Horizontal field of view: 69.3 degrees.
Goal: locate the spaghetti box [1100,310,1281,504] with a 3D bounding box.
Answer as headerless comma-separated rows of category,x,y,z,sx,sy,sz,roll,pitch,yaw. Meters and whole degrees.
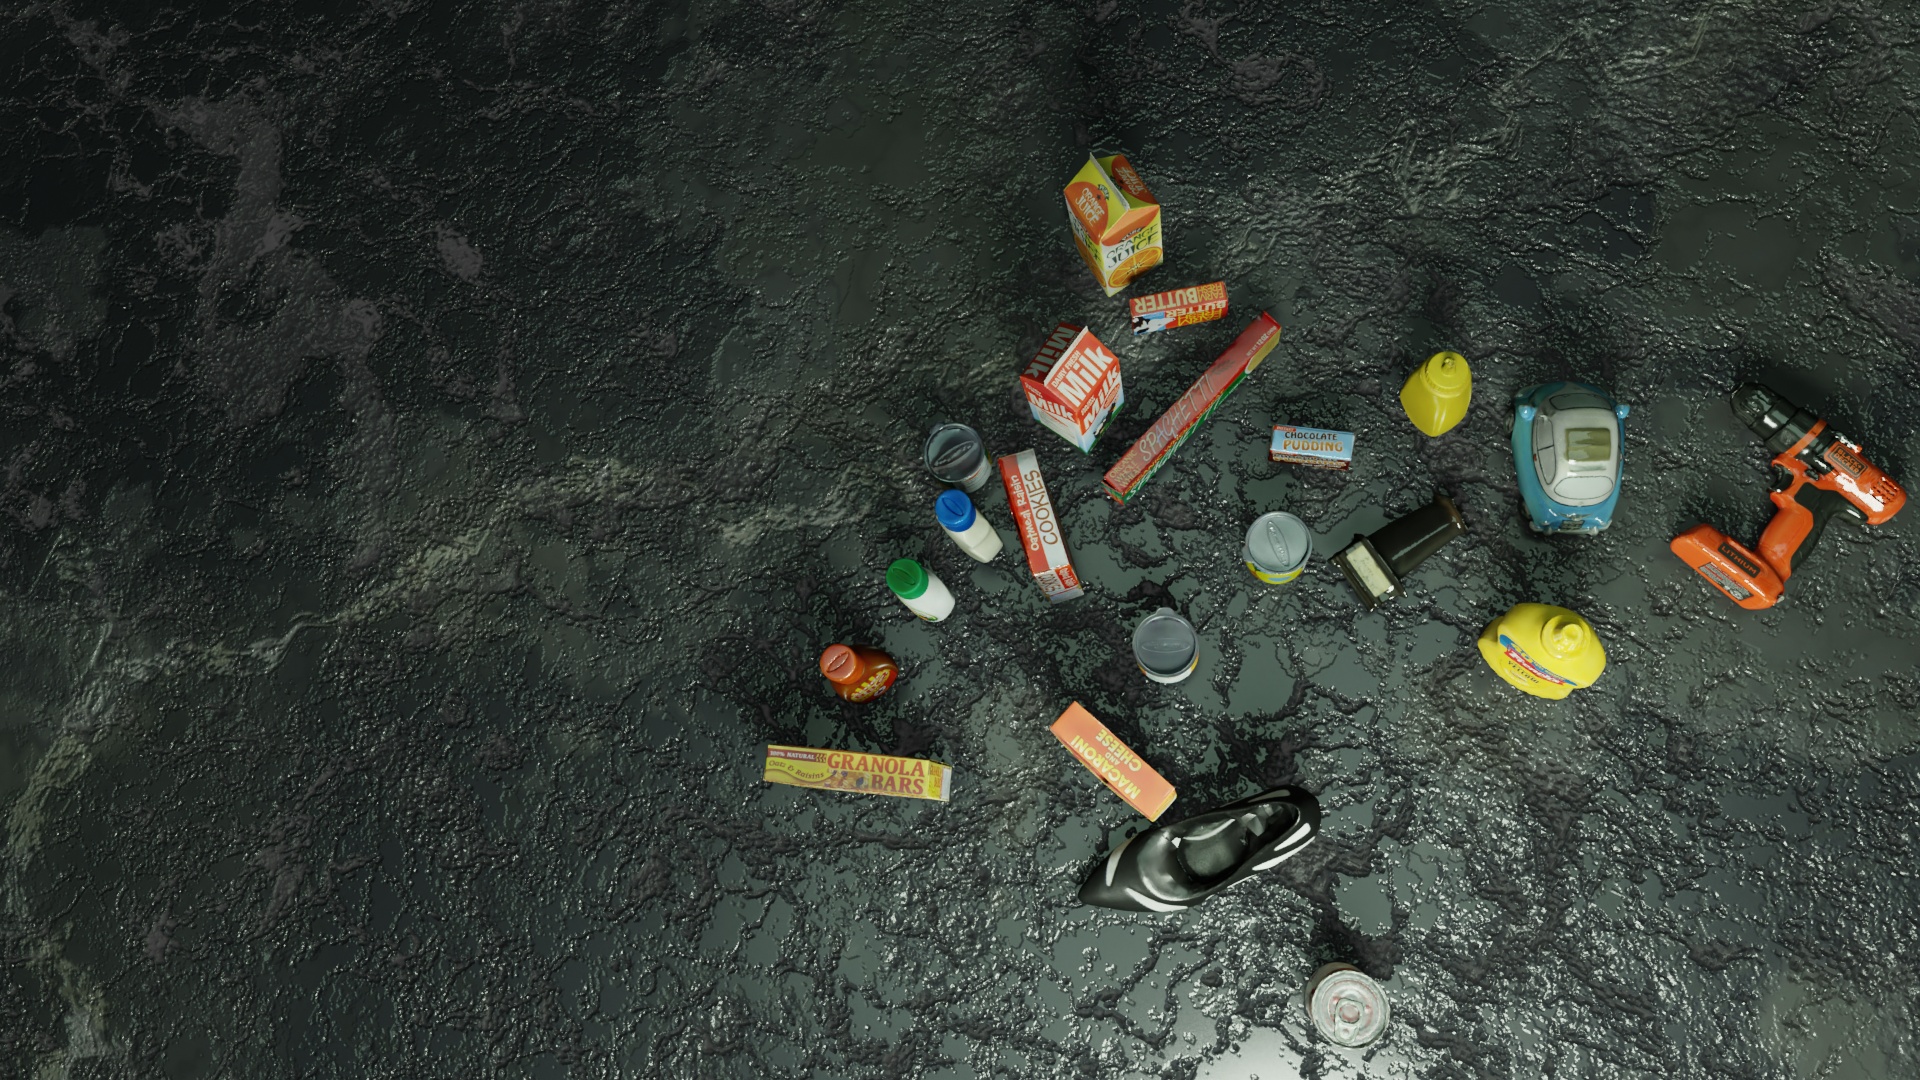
spaghetti box,0.244,-0.138,1.467,0.029,0.050,0.250,43,87,15

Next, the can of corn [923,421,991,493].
can of corn,-0.004,-0.090,1.494,0.071,0.058,0.071,-2,77,9

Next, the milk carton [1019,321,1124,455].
milk carton,0.115,-0.159,1.421,0.073,0.190,0.072,35,85,15

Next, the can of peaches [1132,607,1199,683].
can of peaches,0.209,0.108,1.412,0.071,0.058,0.071,-2,77,9

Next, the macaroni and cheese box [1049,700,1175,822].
macaroni and cheese box,0.150,0.217,1.341,0.124,0.166,0.040,41,87,15

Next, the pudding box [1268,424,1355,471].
pudding box,0.363,-0.097,1.438,0.084,0.049,0.030,8,79,11

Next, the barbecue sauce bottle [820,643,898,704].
barbecue sauce bottle,-0.107,0.132,1.413,0.065,0.148,0.044,-41,74,-1

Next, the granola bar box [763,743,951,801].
granola bar box,-0.101,0.234,1.401,0.165,0.124,0.039,4,78,10

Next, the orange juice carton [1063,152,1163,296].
orange juice carton,0.161,-0.335,1.453,0.073,0.192,0.072,-31,74,2

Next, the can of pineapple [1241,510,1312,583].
can of pineapple,0.321,0.008,1.417,0.071,0.058,0.071,-2,77,9

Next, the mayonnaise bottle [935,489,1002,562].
mayonnaise bottle,0.005,-0.018,1.429,0.065,0.148,0.041,42,87,15

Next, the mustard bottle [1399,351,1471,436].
mustard bottle,0.476,-0.152,1.375,0.049,0.160,0.065,-35,74,1

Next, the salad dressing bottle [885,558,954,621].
salad dressing bottle,-0.043,0.049,1.422,0.064,0.147,0.044,33,85,15

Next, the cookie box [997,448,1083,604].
cookie box,0.082,-0.011,1.404,0.040,0.167,0.123,-18,75,5

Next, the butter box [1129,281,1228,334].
butter box,0.234,-0.250,1.493,0.103,0.053,0.024,-10,76,7
